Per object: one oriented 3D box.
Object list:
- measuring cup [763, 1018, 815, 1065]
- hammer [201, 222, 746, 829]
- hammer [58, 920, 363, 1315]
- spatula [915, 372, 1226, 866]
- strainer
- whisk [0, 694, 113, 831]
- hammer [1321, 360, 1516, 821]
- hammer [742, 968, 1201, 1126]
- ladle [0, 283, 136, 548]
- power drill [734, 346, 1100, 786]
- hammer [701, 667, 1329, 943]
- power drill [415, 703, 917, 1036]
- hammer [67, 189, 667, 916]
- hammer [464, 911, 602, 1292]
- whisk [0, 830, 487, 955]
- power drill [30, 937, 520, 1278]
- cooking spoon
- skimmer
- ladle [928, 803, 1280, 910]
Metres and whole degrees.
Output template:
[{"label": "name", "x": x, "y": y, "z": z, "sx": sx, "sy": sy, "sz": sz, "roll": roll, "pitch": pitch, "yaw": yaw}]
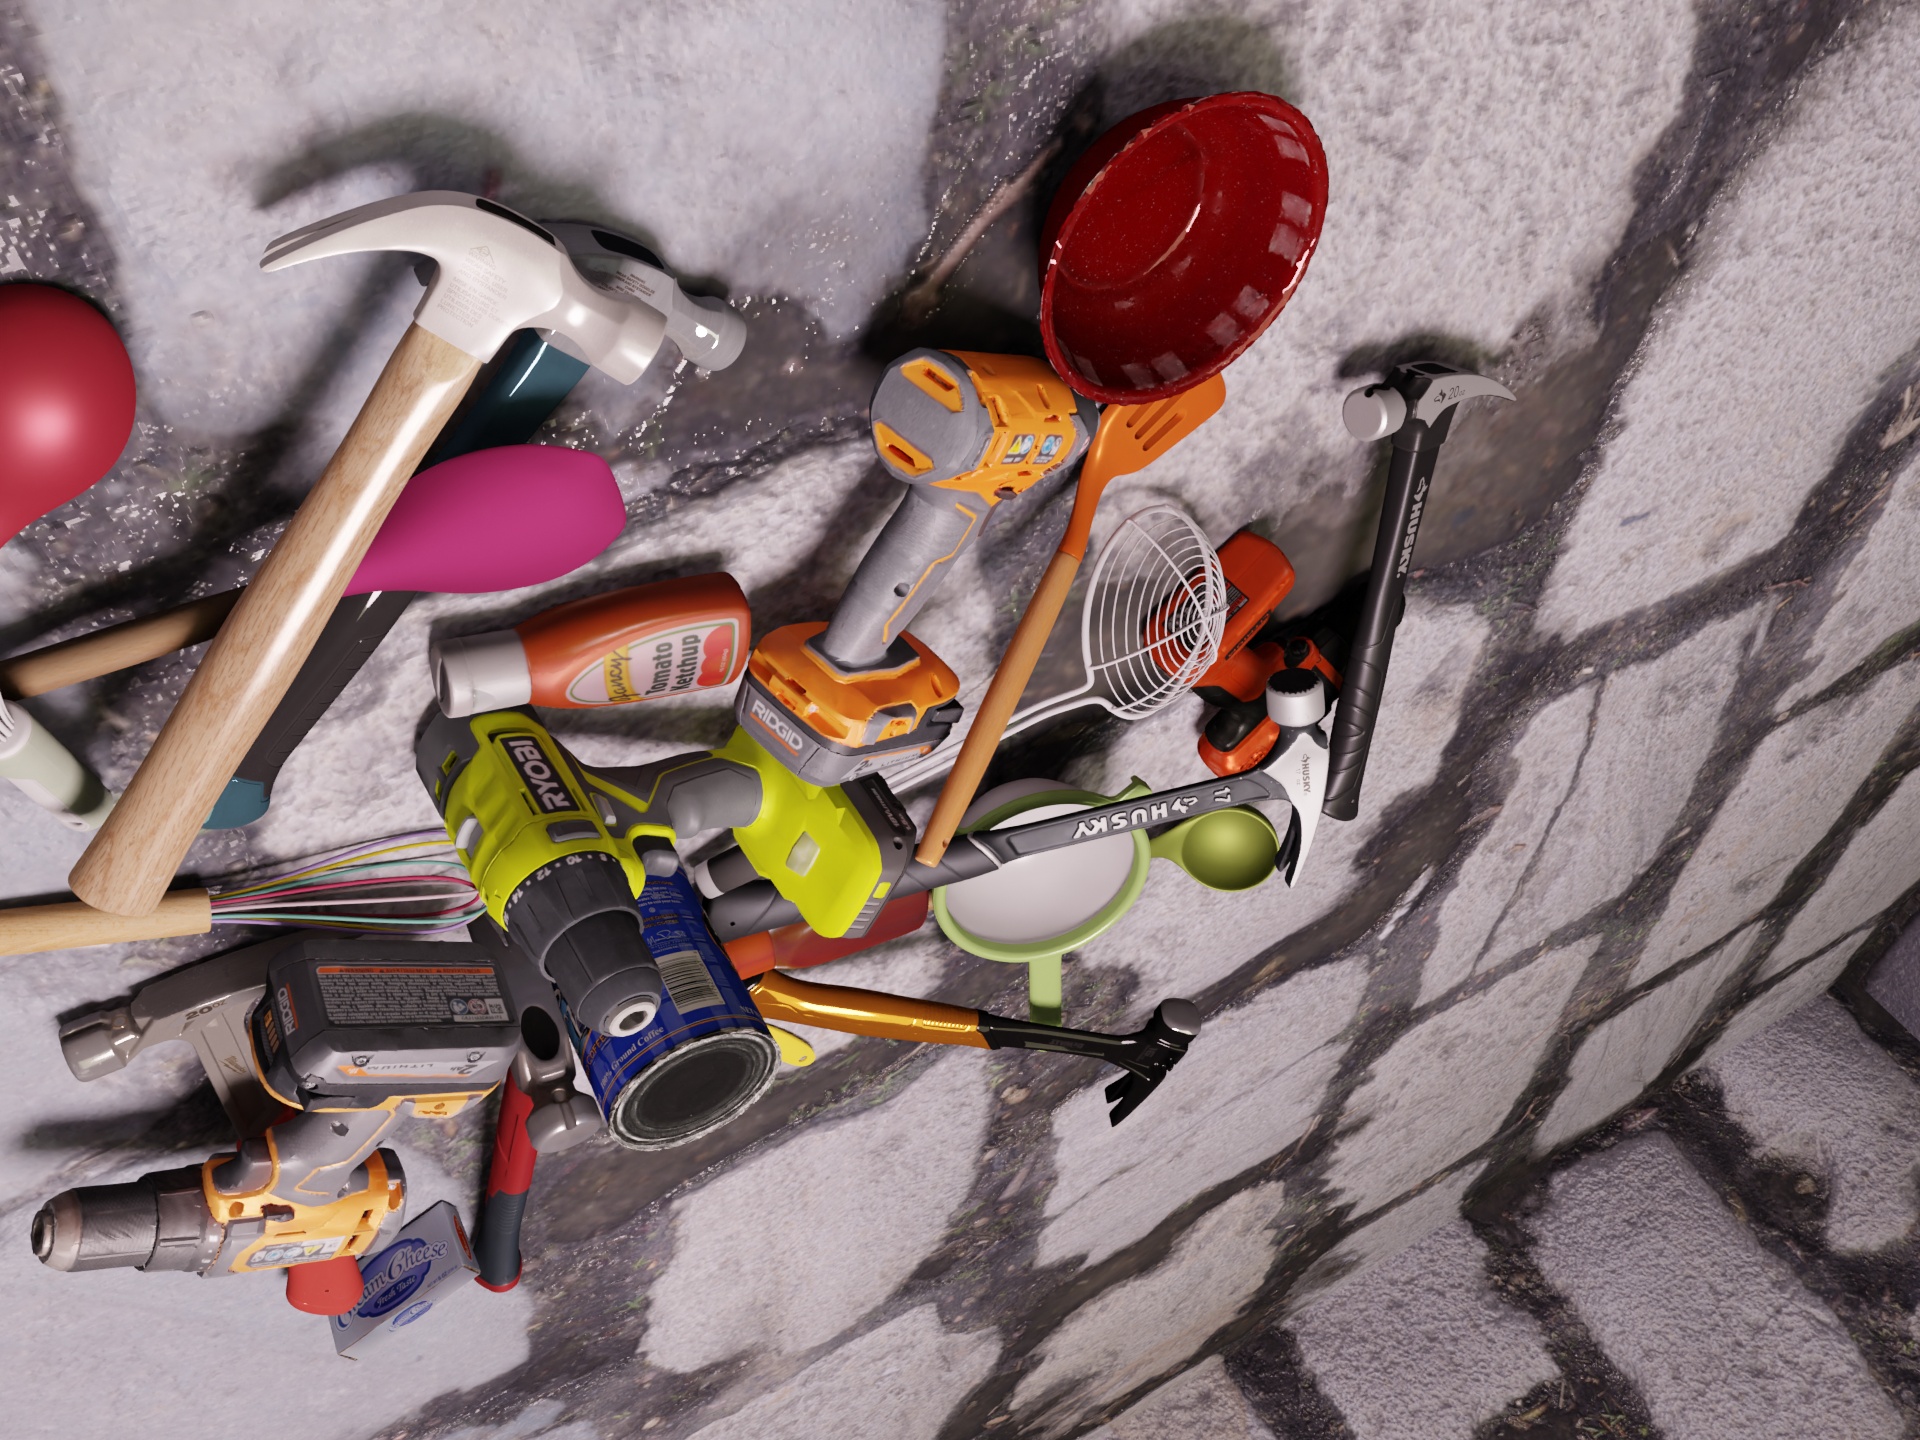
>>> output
[{"label": "measuring cup", "x": -0.140, "y": 0.231, "z": 1.127, "sx": 0.062, "sy": 0.029, "sz": 0.156, "roll": -39, "pitch": 144, "yaw": 5}, {"label": "hammer", "x": -0.237, "y": -0.074, "z": 0.684, "sx": 0.331, "sy": 0.033, "sz": 0.128, "roll": -47, "pitch": 145, "yaw": 16}, {"label": "hammer", "x": -0.391, "y": 0.253, "z": 0.934, "sx": 0.149, "sy": 0.037, "sz": 0.358, "roll": -20, "pitch": 142, "yaw": -23}, {"label": "spatula", "x": 0.056, "y": -0.066, "z": 0.864, "sx": 0.081, "sy": 0.041, "sz": 0.323, "roll": 40, "pitch": 72, "yaw": -55}, {"label": "strainer", "x": 0.051, "y": 0.129, "z": 1.113, "sx": 0.151, "sy": 0.069, "sz": 0.256, "roll": -12, "pitch": 131, "yaw": -9}, {"label": "whisk", "x": -0.362, "y": 0.002, "z": 0.591, "sx": 0.246, "sy": 0.058, "sz": 0.059, "roll": 122, "pitch": -11, "yaw": -68}, {"label": "hammer", "x": 0.280, "y": -0.074, "z": 1.048, "sx": 0.146, "sy": 0.035, "sz": 0.334, "roll": -23, "pitch": 131, "yaw": -36}, {"label": "hammer", "x": -0.006, "y": 0.216, "z": 1.109, "sx": 0.336, "sy": 0.034, "sz": 0.127, "roll": 13, "pitch": 131, "yaw": -19}, {"label": "ladle", "x": -0.394, "y": -0.020, "z": 0.594, "sx": 0.069, "sy": 0.031, "sz": 0.315, "roll": 23, "pitch": 113, "yaw": -35}, {"label": "power drill", "x": -0.011, "y": -0.084, "z": 0.817, "sx": 0.164, "sy": 0.084, "sz": 0.226, "roll": -16, "pitch": 140, "yaw": -55}, {"label": "hammer", "x": 0.036, "y": 0.080, "z": 0.999, "sx": 0.409, "sy": 0.036, "sz": 0.149, "roll": -14, "pitch": 121, "yaw": -4}, {"label": "power drill", "x": -0.137, "y": 0.066, "z": 0.802, "sx": 0.228, "sy": 0.191, "sz": 0.080, "roll": -2, "pitch": 133, "yaw": -45}, {"label": "hammer", "x": -0.257, "y": -0.055, "z": 0.614, "sx": 0.130, "sy": 0.031, "sz": 0.331, "roll": 29, "pitch": 107, "yaw": -29}, {"label": "hammer", "x": -0.287, "y": 0.264, "z": 1.003, "sx": 0.038, "sy": 0.143, "sz": 0.386, "roll": -13, "pitch": 150, "yaw": -28}, {"label": "whisk", "x": -0.346, "y": 0.094, "z": 0.782, "sx": 0.245, "sy": 0.051, "sz": 0.047, "roll": -4, "pitch": 140, "yaw": -34}, {"label": "power drill", "x": -0.352, "y": 0.211, "z": 0.823, "sx": 0.185, "sy": 0.084, "sz": 0.226, "roll": 9, "pitch": 129, "yaw": -44}, {"label": "cooking spoon", "x": -0.291, "y": -0.044, "z": 0.639, "sx": 0.319, "sy": 0.017, "sz": 0.068, "roll": -19, "pitch": 133, "yaw": -7}, {"label": "skimmer", "x": -0.002, "y": -0.003, "z": 0.956, "sx": 0.363, "sy": 0.090, "sz": 0.127, "roll": -27, "pitch": 132, "yaw": 7}, {"label": "ladle", "x": 0.102, "y": 0.114, "z": 1.178, "sx": 0.320, "sy": 0.062, "sz": 0.078, "roll": -9, "pitch": 126, "yaw": -30}]
